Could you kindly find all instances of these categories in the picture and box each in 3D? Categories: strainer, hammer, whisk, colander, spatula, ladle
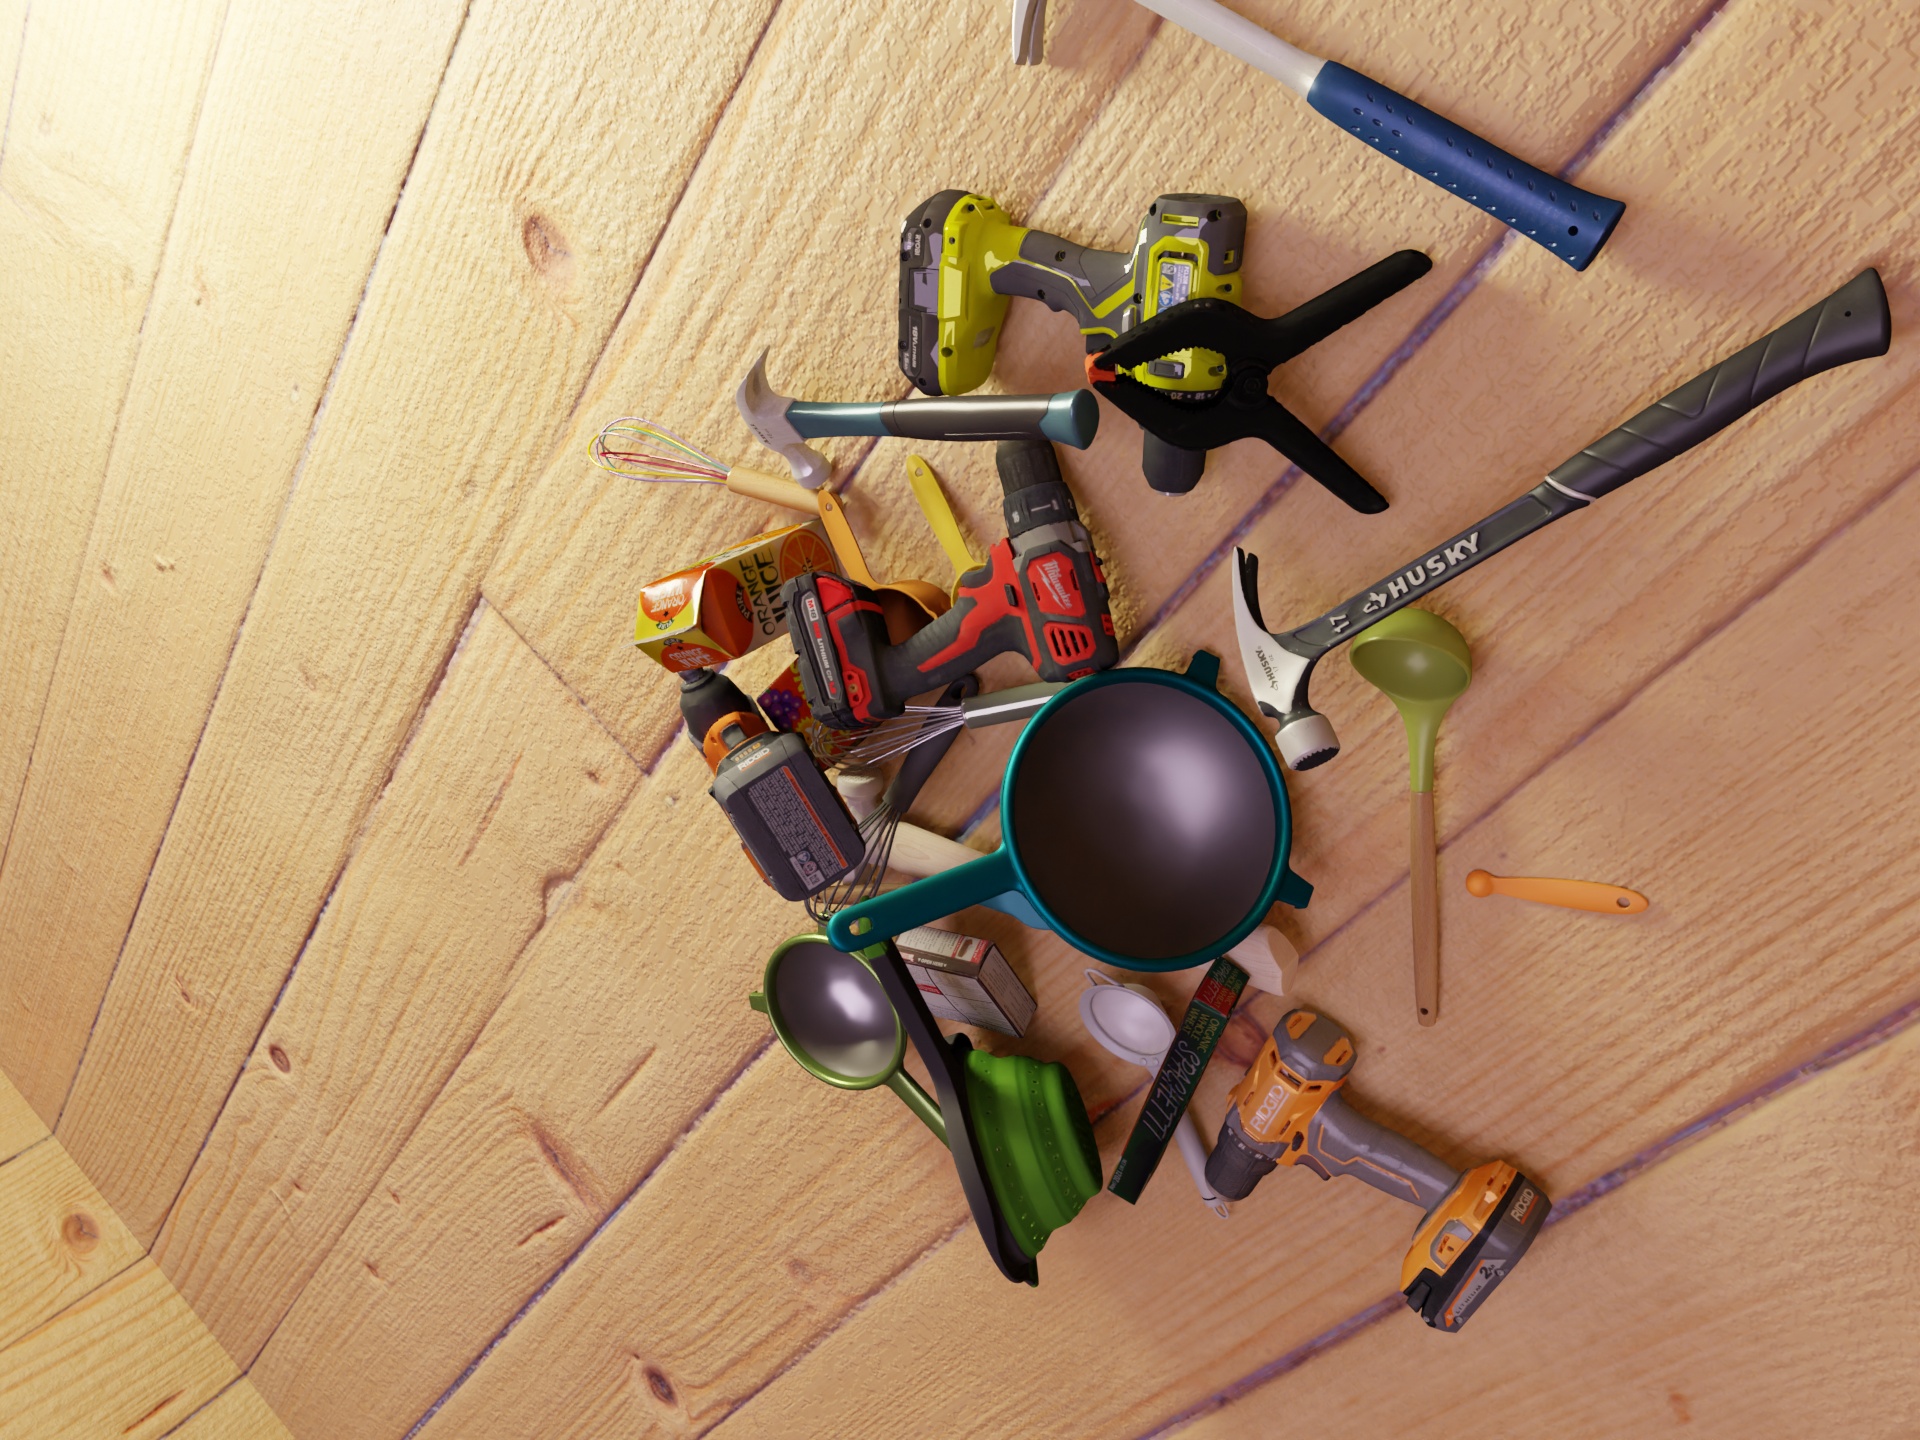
[{"bbox_3d":[0.164,0.294,1.272,0.087,0.050,0.258,-11,110,44],"label":"strainer"},{"bbox_3d":[0.062,0.094,1.105,0.095,0.340,0.211,136,113,-72],"label":"strainer"},{"bbox_3d":[-0.060,0.282,1.397,0.256,0.069,0.151,45,126,8],"label":"strainer"},{"bbox_3d":[0.202,-0.381,0.950,0.406,0.035,0.144,37,126,15],"label":"hammer"},{"bbox_3d":[-0.205,-0.199,1.300,0.245,0.047,0.051,19,118,23],"label":"whisk"},{"bbox_3d":[-0.002,-0.004,1.211,0.246,0.059,0.057,-11,112,16],"label":"whisk"},{"bbox_3d":[-0.036,-0.209,1.109,0.331,0.033,0.128,10,152,43],"label":"hammer"},{"bbox_3d":[-0.053,0.064,1.264,0.055,0.055,0.239,34,98,17],"label":"whisk"},{"bbox_3d":[0.069,0.148,1.253,0.411,0.038,0.146,15,119,33],"label":"hammer"},{"bbox_3d":[0.029,0.281,1.261,0.094,0.205,0.396,-20,121,7],"label":"colander"},{"bbox_3d":[-0.010,0.136,1.273,0.317,0.044,0.082,-7,106,46],"label":"spatula"},{"bbox_3d":[0.307,0.075,1.070,0.078,0.062,0.320,7,117,33],"label":"ladle"},{"bbox_3d":[0.336,-0.128,0.930,0.409,0.036,0.149,-33,65,28],"label":"hammer"}]

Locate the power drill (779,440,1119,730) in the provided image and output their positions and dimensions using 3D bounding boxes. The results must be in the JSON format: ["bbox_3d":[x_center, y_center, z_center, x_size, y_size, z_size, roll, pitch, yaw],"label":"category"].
[{"bbox_3d":[-0.010,-0.099,1.149,0.226,0.080,0.188,-16,85,15],"label":"power drill"}]

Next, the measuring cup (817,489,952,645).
[{"bbox_3d":[-0.058,-0.104,1.239,0.095,0.052,0.173,-27,88,35],"label":"measuring cup"}]

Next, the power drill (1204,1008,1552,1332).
[{"bbox_3d":[0.294,0.346,1.184,0.226,0.084,0.185,37,127,21],"label":"power drill"}]

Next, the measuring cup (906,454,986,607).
[{"bbox_3d":[0.002,-0.134,1.206,0.062,0.029,0.156,-32,78,31],"label":"measuring cup"}]

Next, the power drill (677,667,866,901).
[{"bbox_3d":[-0.162,0.037,1.254,0.164,0.084,0.227,61,171,-22],"label":"power drill"}]

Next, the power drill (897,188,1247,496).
[{"bbox_3d":[0.075,-0.259,1.065,0.229,0.080,0.190,15,118,25],"label":"power drill"}]

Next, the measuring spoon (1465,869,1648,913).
[{"bbox_3d":[0.394,0.116,1.056,0.117,0.011,0.021,5,113,32],"label":"measuring spoon"}]
